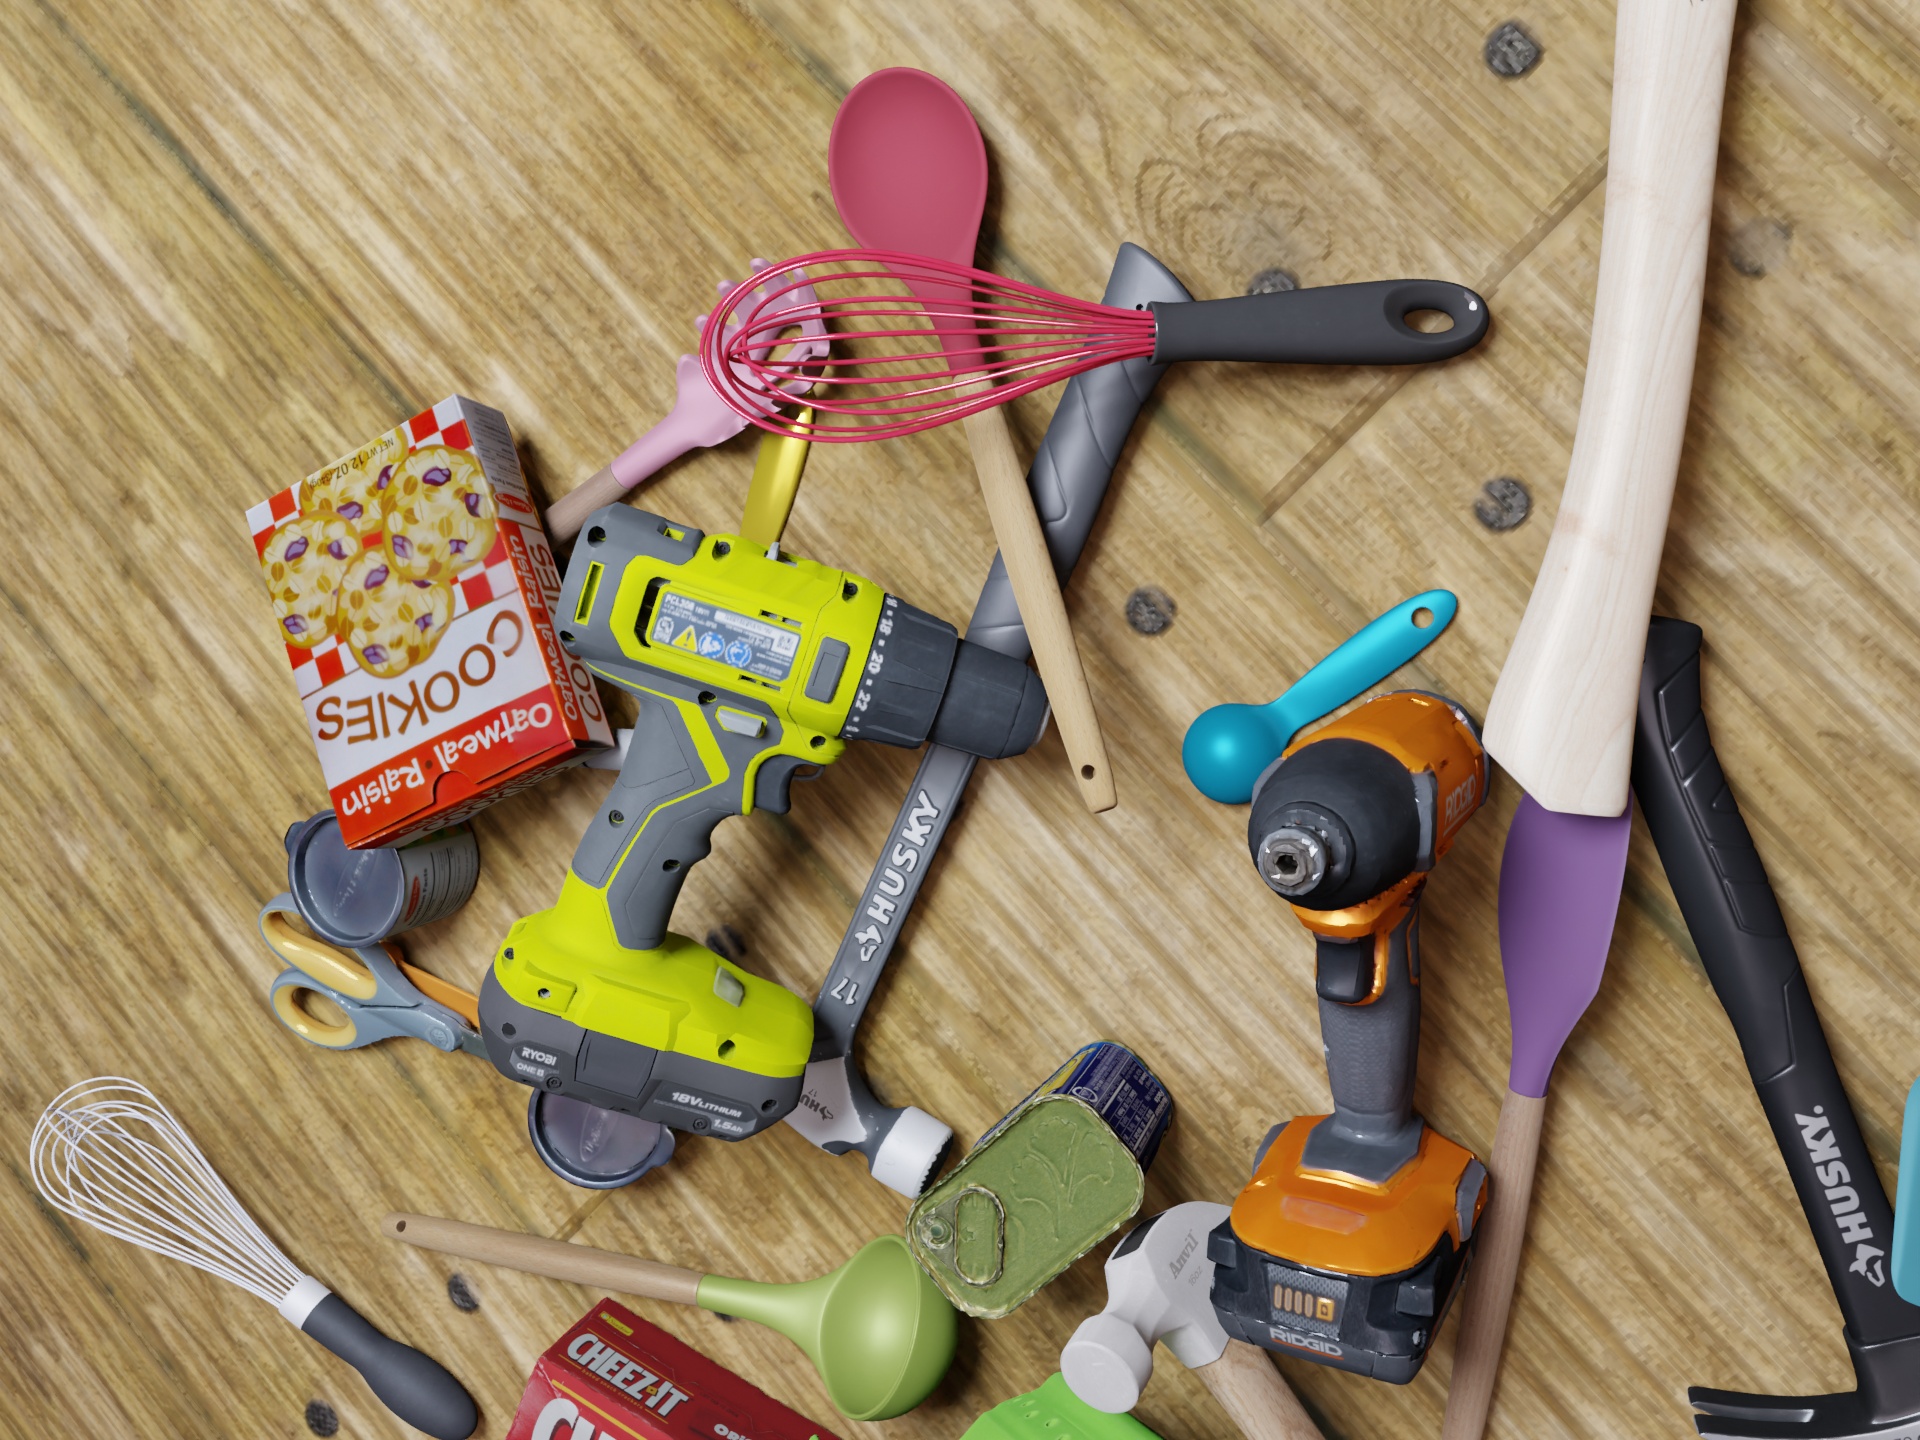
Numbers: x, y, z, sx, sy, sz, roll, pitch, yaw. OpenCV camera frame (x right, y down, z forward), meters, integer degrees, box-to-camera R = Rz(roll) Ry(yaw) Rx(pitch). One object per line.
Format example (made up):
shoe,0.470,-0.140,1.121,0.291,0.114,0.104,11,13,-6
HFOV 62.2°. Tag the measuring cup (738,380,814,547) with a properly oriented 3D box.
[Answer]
measuring cup,-0.096,-0.075,0.701,0.062,0.029,0.156,21,102,15

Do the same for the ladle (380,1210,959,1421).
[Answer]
ladle,-0.149,0.261,0.747,0.320,0.062,0.078,3,65,22

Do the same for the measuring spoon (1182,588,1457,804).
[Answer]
measuring spoon,0.142,-0.011,0.632,0.128,0.021,0.042,-38,84,19

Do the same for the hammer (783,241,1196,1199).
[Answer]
hammer,-0.001,-0.002,0.676,0.149,0.036,0.409,27,104,15

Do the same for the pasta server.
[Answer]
pasta server,-0.178,-0.098,0.721,0.316,0.040,0.060,-32,73,21

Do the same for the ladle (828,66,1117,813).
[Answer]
ladle,0.012,-0.114,0.631,0.069,0.031,0.315,-21,77,24

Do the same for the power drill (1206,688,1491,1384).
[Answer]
power drill,0.140,0.111,0.572,0.084,0.164,0.226,5,101,29

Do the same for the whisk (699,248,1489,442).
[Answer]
whisk,0.052,-0.142,0.592,0.296,0.073,0.073,-4,96,-4

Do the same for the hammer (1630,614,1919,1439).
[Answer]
hammer,0.296,0.115,0.589,0.146,0.035,0.335,-22,89,19

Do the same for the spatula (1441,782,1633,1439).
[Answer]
spatula,0.216,0.167,0.623,0.018,0.060,0.316,0,103,-24

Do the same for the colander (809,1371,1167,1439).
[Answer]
colander,0.121,0.386,0.649,0.397,0.204,0.094,40,73,-6

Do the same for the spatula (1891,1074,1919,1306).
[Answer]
spatula,0.384,0.047,0.533,0.082,0.044,0.317,17,95,-15

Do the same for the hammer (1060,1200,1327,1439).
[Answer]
hammer,0.167,0.331,0.619,0.031,0.130,0.331,-35,91,36

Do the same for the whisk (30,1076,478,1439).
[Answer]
whisk,-0.363,0.281,0.823,0.284,0.070,0.070,33,106,7

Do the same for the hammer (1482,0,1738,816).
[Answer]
hammer,0.250,-0.170,0.550,0.146,0.038,0.410,7,93,16

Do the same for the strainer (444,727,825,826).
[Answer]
strainer,-0.176,0.013,0.722,0.258,0.050,0.087,4,79,22

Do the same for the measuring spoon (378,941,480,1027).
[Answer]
measuring spoon,-0.243,0.138,0.787,0.117,0.011,0.021,25,130,12

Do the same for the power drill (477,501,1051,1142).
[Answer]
power drill,-0.084,0.045,0.637,0.190,0.080,0.228,18,103,-8
